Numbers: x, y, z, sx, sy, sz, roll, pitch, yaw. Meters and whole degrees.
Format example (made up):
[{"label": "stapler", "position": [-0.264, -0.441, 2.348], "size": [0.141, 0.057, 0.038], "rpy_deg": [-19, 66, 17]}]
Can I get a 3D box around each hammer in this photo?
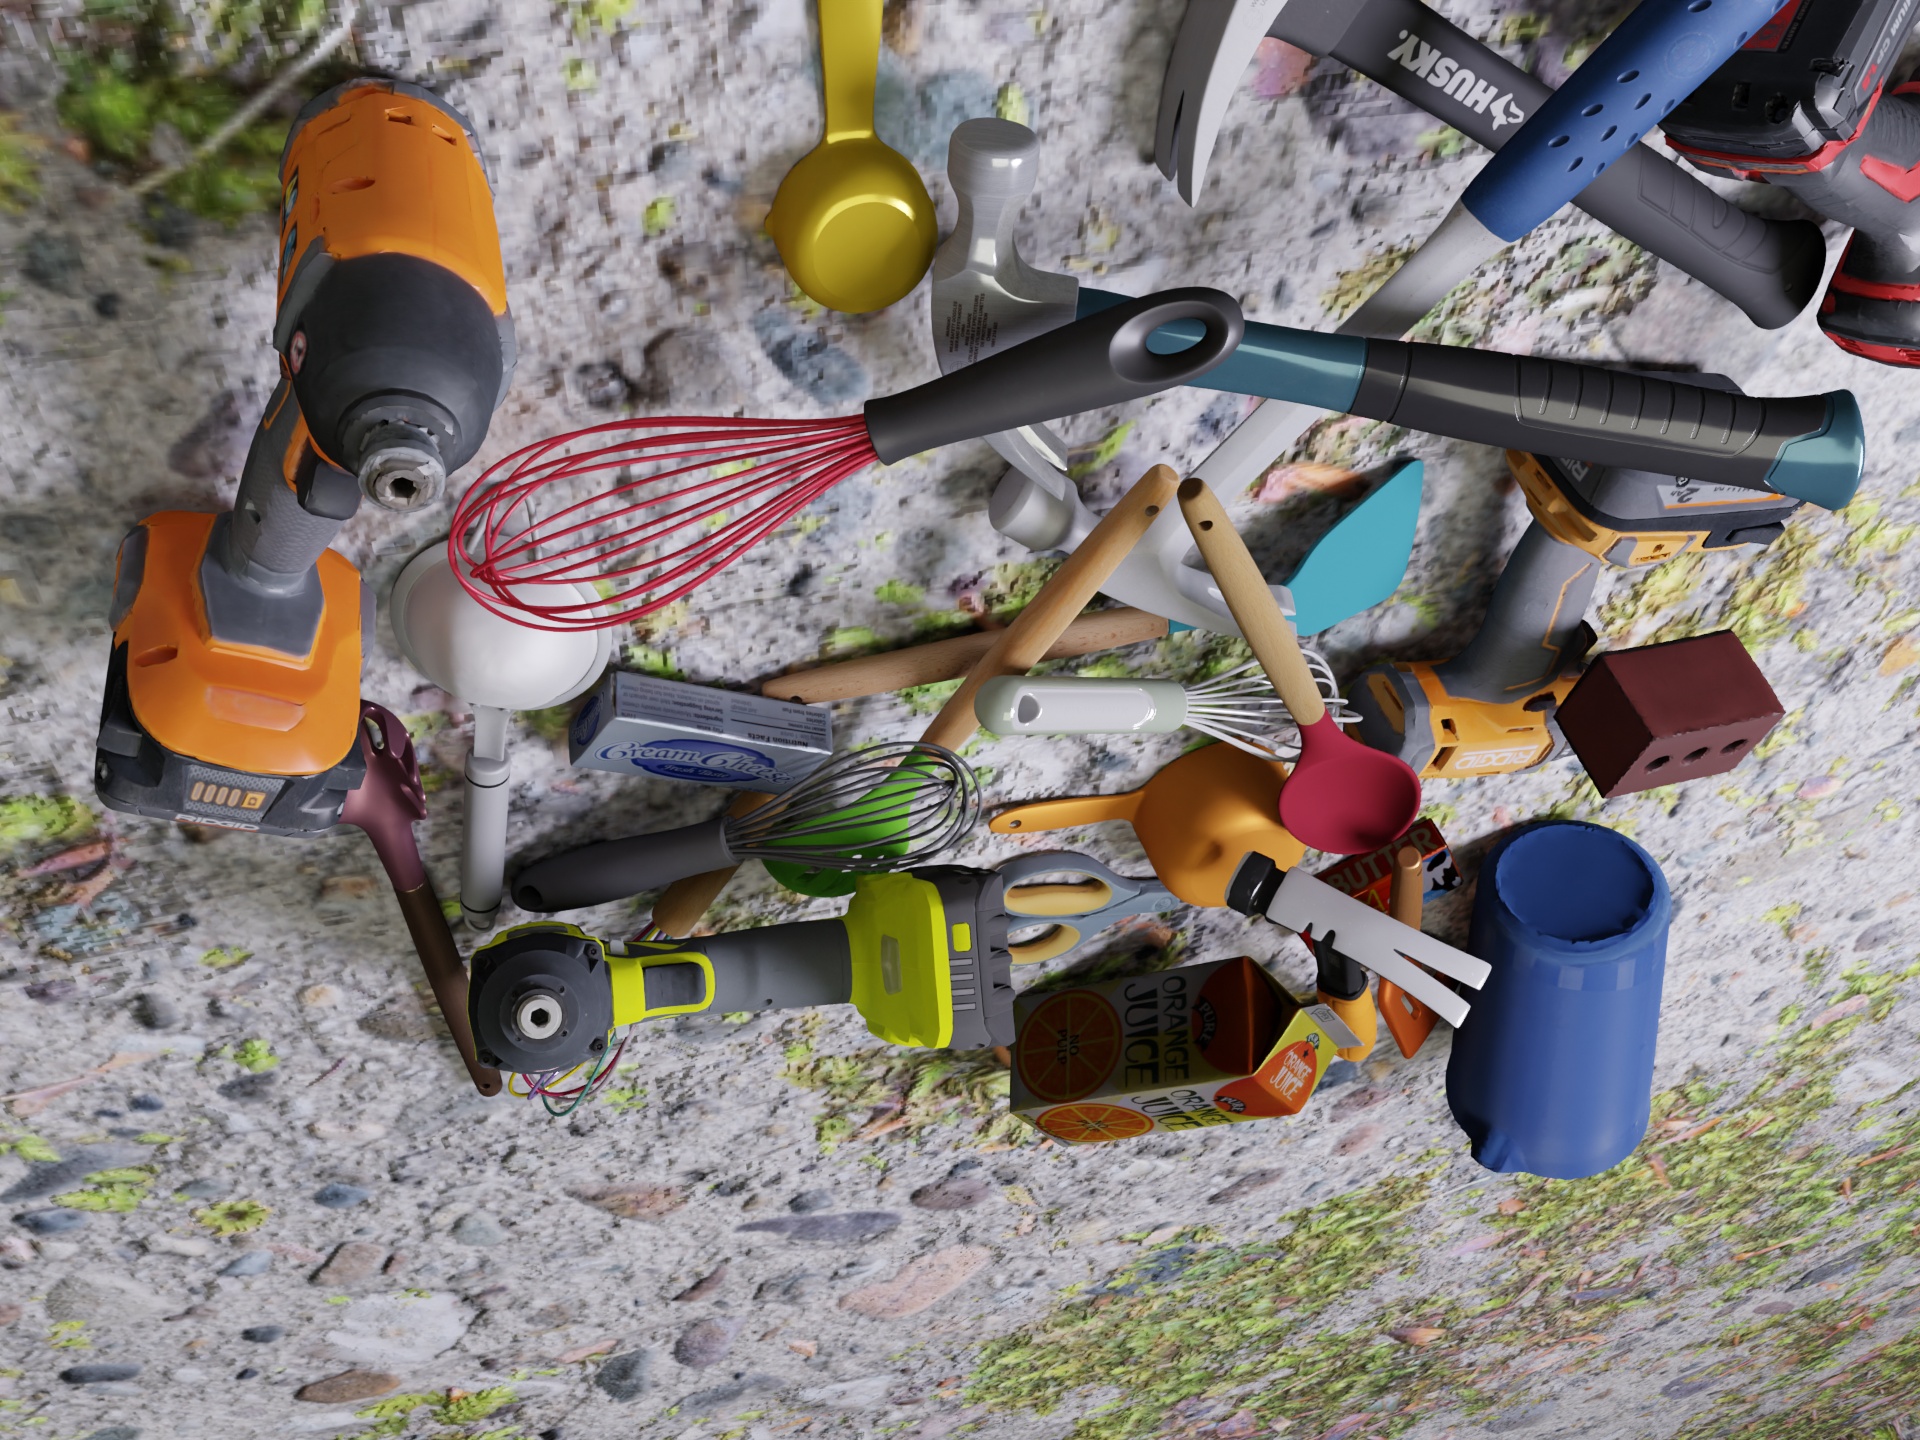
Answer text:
[{"label": "hammer", "position": [0.226, 0.157, 0.908], "size": [0.034, 0.127, 0.336], "rpy_deg": [-59, 157, -11]}, {"label": "hammer", "position": [0.223, -0.216, 0.606], "size": [0.334, 0.035, 0.146], "rpy_deg": [14, 127, -33]}, {"label": "hammer", "position": [0.181, -0.166, 0.560], "size": [0.144, 0.035, 0.405], "rpy_deg": [26, 134, -22]}, {"label": "hammer", "position": [0.152, -0.119, 0.556], "size": [0.331, 0.033, 0.128], "rpy_deg": [9, 134, 0]}]

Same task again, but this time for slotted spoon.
[{"label": "slotted spoon", "position": [-0.001, -0.002, 0.705], "size": [0.070, 0.031, 0.313], "rpy_deg": [12, 137, -31]}]

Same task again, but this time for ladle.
[{"label": "ladle", "position": [0.143, -0.014, 0.687], "size": [0.069, 0.031, 0.315], "rpy_deg": [-19, 148, 17]}]

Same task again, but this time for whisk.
[{"label": "whisk", "position": [-0.158, 0.116, 0.792], "size": [0.047, 0.051, 0.245], "rpy_deg": [23, 119, -31]}, {"label": "whisk", "position": [0.100, -0.006, 0.727], "size": [0.246, 0.059, 0.058], "rpy_deg": [0, 101, -42]}, {"label": "whisk", "position": [-0.102, 0.056, 0.716], "size": [0.239, 0.055, 0.055], "rpy_deg": [-14, 141, 20]}, {"label": "whisk", "position": [-0.047, -0.093, 0.552], "size": [0.296, 0.073, 0.073], "rpy_deg": [-16, 140, 13]}]

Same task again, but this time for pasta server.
[{"label": "pasta server", "position": [-0.251, 0.096, 0.737], "size": [0.060, 0.040, 0.316], "rpy_deg": [-2, 137, -3]}]

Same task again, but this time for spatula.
[{"label": "spatula", "position": [0.065, -0.048, 0.727], "size": [0.317, 0.044, 0.082], "rpy_deg": [-11, 138, -4]}, {"label": "spatula", "position": [0.268, 0.129, 0.928], "size": [0.081, 0.041, 0.322], "rpy_deg": [-55, 156, -10]}]

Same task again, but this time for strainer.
[{"label": "strainer", "position": [-0.199, 0.015, 0.674], "size": [0.087, 0.050, 0.258], "rpy_deg": [10, 135, -10]}]

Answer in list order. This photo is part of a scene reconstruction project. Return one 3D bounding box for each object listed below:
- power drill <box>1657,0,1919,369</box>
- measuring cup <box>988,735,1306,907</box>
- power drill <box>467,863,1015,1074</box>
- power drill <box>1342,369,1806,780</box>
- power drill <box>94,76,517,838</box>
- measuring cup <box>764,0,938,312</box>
[{"label": "power drill", "position": [0.351, -0.234, 0.594], "size": [0.219, 0.079, 0.143], "rpy_deg": [18, 101, -41]}, {"label": "measuring cup", "position": [0.102, 0.062, 0.831], "size": [0.173, 0.052, 0.095], "rpy_deg": [-4, 136, -21]}, {"label": "power drill", "position": [-0.096, 0.112, 0.687], "size": [0.223, 0.080, 0.171], "rpy_deg": [-4, 176, -15]}, {"label": "power drill", "position": [0.310, -0.057, 0.776], "size": [0.185, 0.084, 0.226], "rpy_deg": [-3, 139, -22]}, {"label": "power drill", "position": [-0.204, -0.064, 0.497], "size": [0.084, 0.164, 0.226], "rpy_deg": [13, 130, -33]}, {"label": "measuring cup", "position": [-0.033, -0.202, 0.518], "size": [0.062, 0.029, 0.156], "rpy_deg": [-10, 139, -12]}]
